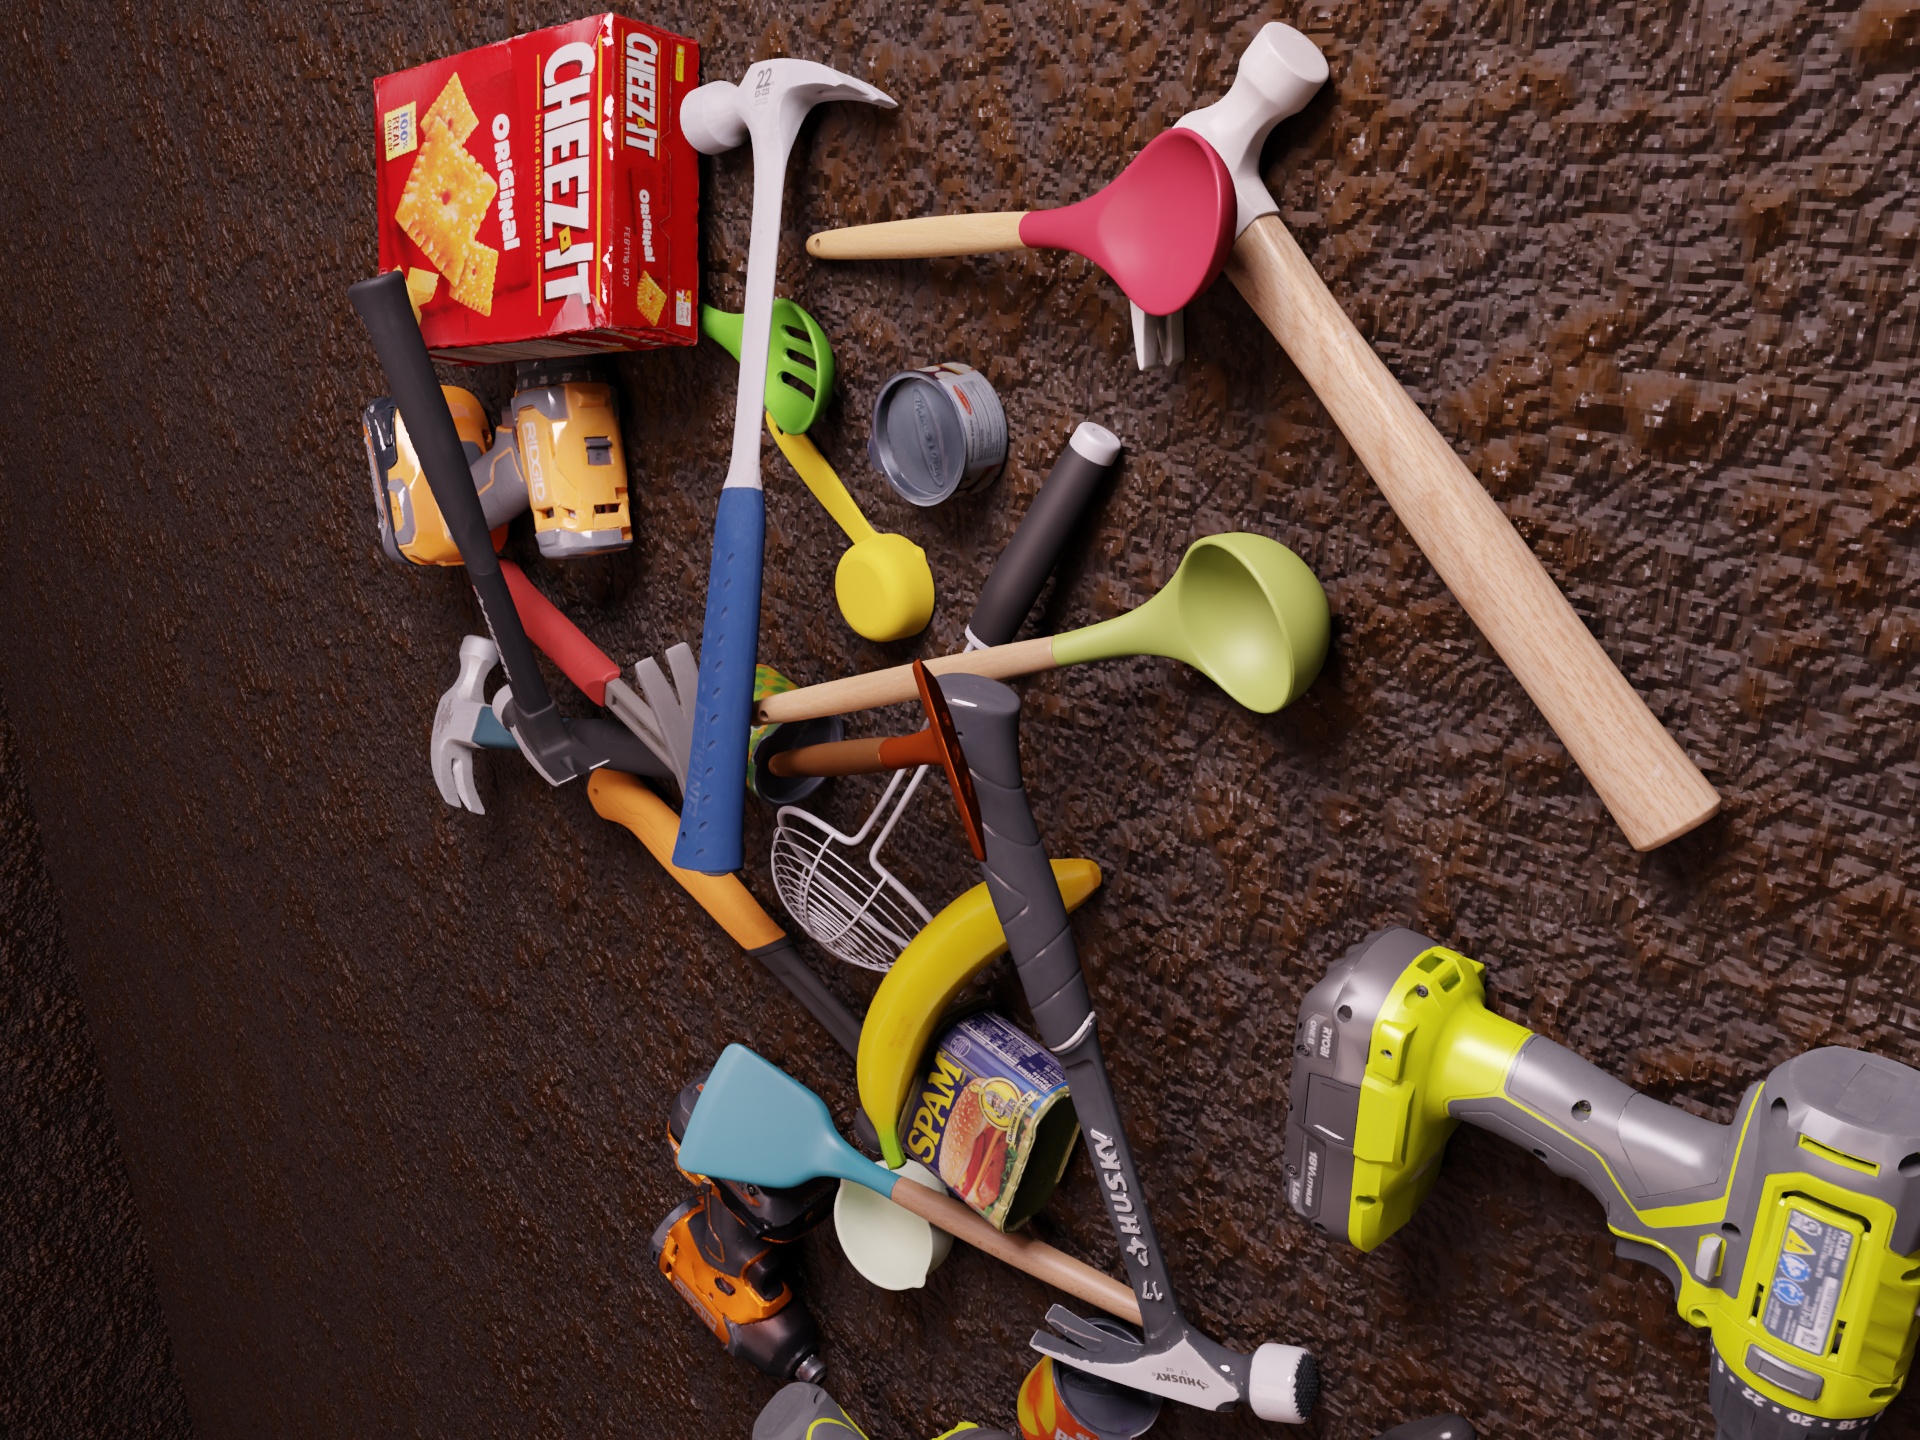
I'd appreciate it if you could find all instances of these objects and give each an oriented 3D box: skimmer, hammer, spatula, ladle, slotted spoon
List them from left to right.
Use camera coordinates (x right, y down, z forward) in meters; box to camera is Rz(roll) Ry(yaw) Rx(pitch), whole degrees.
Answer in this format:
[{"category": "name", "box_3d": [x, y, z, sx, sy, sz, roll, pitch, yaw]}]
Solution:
[{"category": "hammer", "box_3d": [-0.292, -0.107, 0.958, 0.146, 0.035, 0.334, 36, 145, 48]}, {"category": "hammer", "box_3d": [-0.261, 0.012, 1.091, 0.331, 0.033, 0.128, 6, 76, 40]}, {"category": "hammer", "box_3d": [-0.239, -0.041, 1.007, 0.359, 0.036, 0.149, 36, 145, 48]}, {"category": "slotted spoon", "box_3d": [-0.167, -0.246, 0.915, 0.314, 0.031, 0.070, 36, 129, 34]}, {"category": "hammer", "box_3d": [-0.139, 0.125, 1.033, 0.337, 0.034, 0.127, 40, 132, 29]}, {"category": "hammer", "box_3d": [-0.105, -0.127, 0.796, 0.144, 0.035, 0.405, 6, 92, 47]}, {"category": "spatula", "box_3d": [-0.048, 0.019, 0.741, 0.322, 0.041, 0.081, -8, 101, 67]}, {"category": "spatula", "box_3d": [-0.020, 0.284, 0.925, 0.318, 0.044, 0.082, 17, 77, 28]}, {"category": "skimmer", "box_3d": [-0.001, -0.003, 0.834, 0.127, 0.090, 0.363, 37, 121, 13]}, {"category": "ladle", "box_3d": [0.014, -0.214, 0.702, 0.316, 0.031, 0.069, 20, 109, 52]}, {"category": "ladle", "box_3d": [0.017, -0.023, 0.730, 0.320, 0.062, 0.078, -10, 106, 33]}, {"category": "hammer", "box_3d": [0.055, 0.166, 0.769, 0.149, 0.036, 0.408, -6, 111, 33]}, {"category": "hammer", "box_3d": [0.172, -0.095, 0.608, 0.331, 0.031, 0.130, 58, 138, 12]}]

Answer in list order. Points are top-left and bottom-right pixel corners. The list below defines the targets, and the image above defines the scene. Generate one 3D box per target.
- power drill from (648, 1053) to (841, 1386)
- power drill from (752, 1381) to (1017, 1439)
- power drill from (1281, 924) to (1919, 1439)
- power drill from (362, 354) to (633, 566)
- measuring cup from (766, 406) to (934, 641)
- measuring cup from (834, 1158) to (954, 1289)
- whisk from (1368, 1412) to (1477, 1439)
[{"category": "power drill", "box_3d": [-0.139, 0.356, 1.099, 0.164, 0.084, 0.226, 38, 134, 27]}, {"category": "power drill", "box_3d": [-0.022, 0.514, 1.027, 0.171, 0.080, 0.223, 53, 144, -13]}, {"category": "power drill", "box_3d": [0.245, 0.191, 0.617, 0.229, 0.080, 0.190, 19, 119, 38]}, {"category": "power drill", "box_3d": [-0.305, -0.193, 1.047, 0.226, 0.084, 0.185, -1, 99, 43]}, {"category": "measuring cup", "box_3d": [-0.071, -0.109, 0.864, 0.157, 0.029, 0.062, 54, 137, 14]}, {"category": "measuring cup", "box_3d": [-0.013, 0.280, 0.970, 0.083, 0.038, 0.167, 50, 119, 19]}, {"category": "whisk", "box_3d": [0.156, 0.408, 0.818, 0.073, 0.073, 0.295, 55, 132, 15]}]
